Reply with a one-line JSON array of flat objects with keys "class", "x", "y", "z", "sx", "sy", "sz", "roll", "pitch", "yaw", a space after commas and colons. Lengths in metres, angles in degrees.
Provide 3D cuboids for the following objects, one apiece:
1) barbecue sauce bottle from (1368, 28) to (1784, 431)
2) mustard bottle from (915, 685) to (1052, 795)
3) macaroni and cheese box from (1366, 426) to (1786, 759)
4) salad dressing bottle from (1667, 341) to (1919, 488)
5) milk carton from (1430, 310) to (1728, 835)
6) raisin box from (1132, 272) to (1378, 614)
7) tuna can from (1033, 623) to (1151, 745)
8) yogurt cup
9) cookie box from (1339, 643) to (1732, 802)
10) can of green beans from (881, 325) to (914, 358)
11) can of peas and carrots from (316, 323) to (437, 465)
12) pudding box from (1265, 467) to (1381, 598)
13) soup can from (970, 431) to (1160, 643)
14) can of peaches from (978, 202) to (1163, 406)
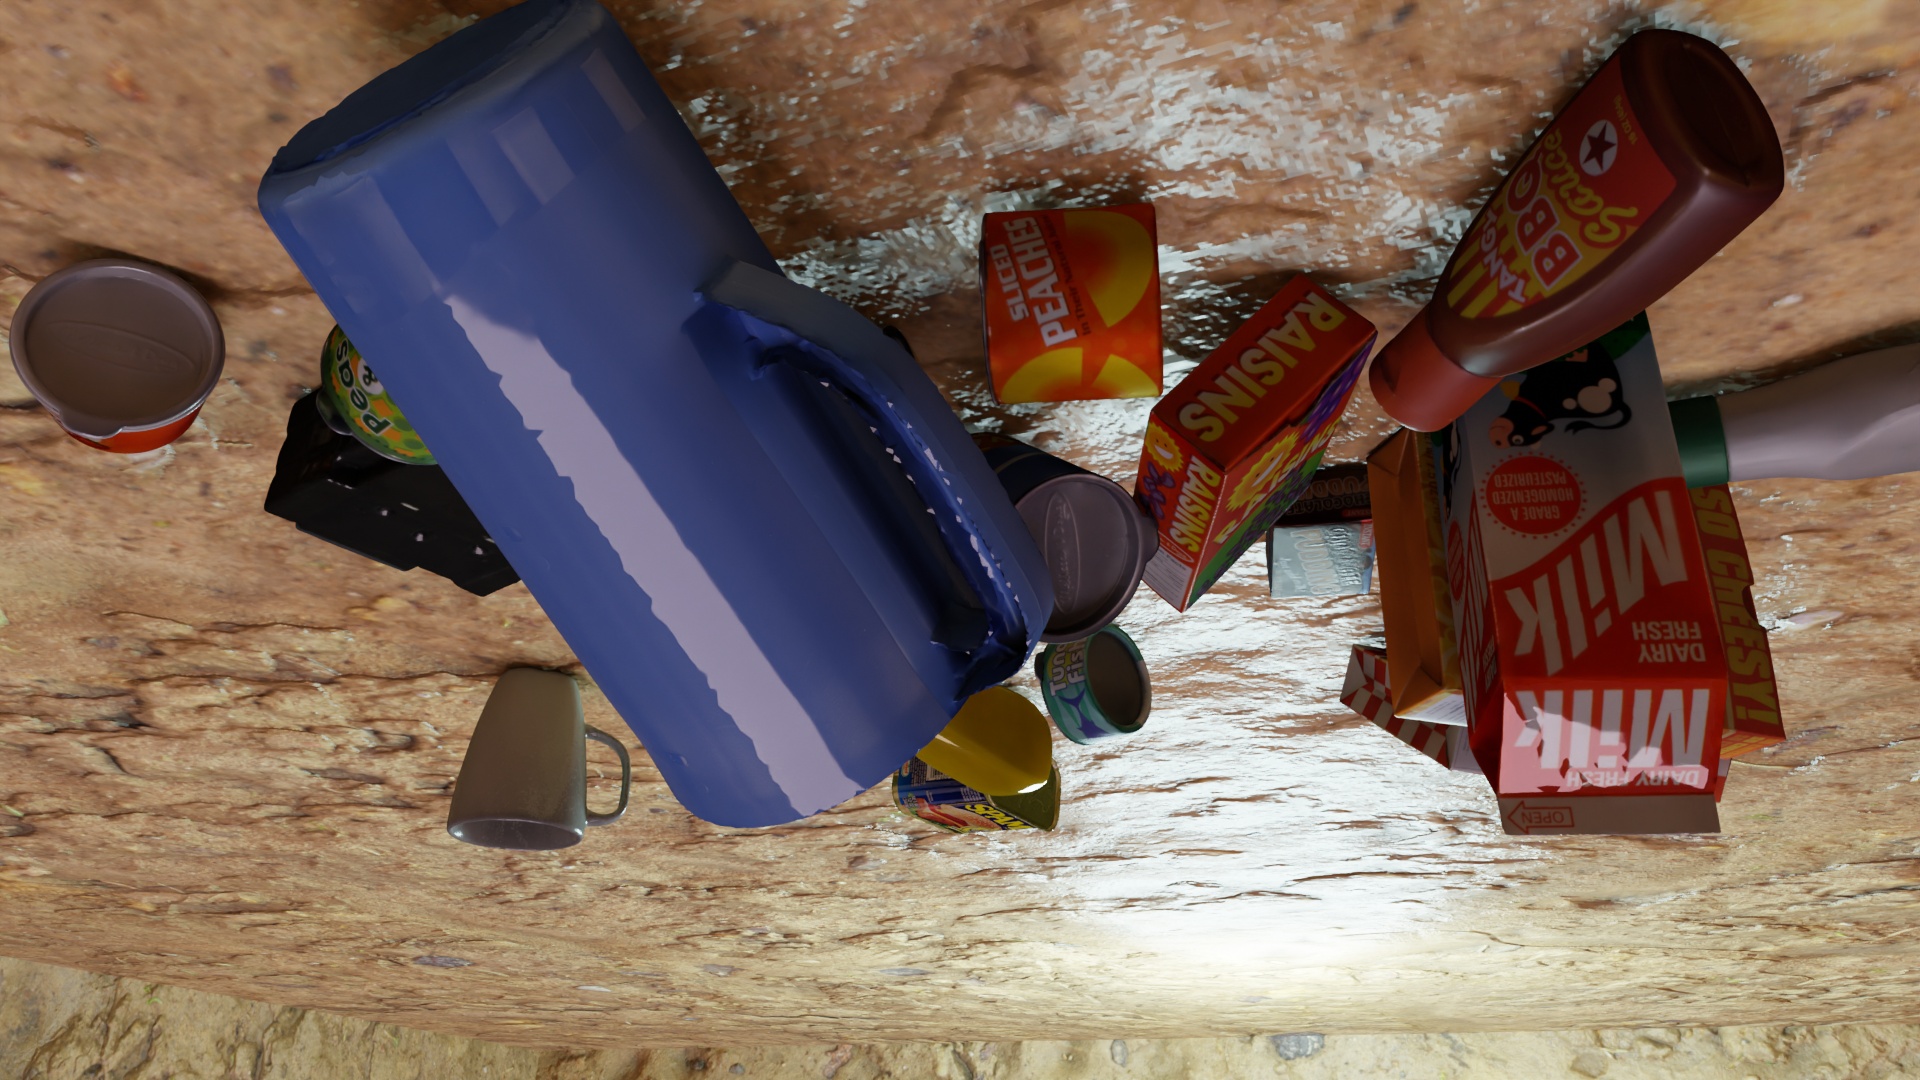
[{"class": "barbecue sauce bottle", "x": 0.186, "y": -0.087, "z": 0.444, "sx": 0.044, "sy": 0.065, "sz": 0.147, "roll": 2, "pitch": 153, "yaw": -18}, {"class": "mustard bottle", "x": -0.009, "y": 0.110, "z": 0.870, "sx": 0.048, "sy": 0.065, "sz": 0.160, "roll": -27, "pitch": 136, "yaw": 36}, {"class": "macaroni and cheese box", "x": 0.264, "y": 0.023, "z": 0.598, "sx": 0.167, "sy": 0.124, "sz": 0.040, "roll": 9, "pitch": 154, "yaw": -14}, {"class": "salad dressing bottle", "x": 0.339, "y": -0.046, "z": 0.545, "sx": 0.147, "sy": 0.044, "sz": 0.064, "roll": -9, "pitch": 154, "yaw": 23}, {"class": "milk carton", "x": 0.221, "y": 0.014, "z": 0.506, "sx": 0.072, "sy": 0.191, "sz": 0.073, "roll": -3, "pitch": 152, "yaw": 9}, {"class": "raisin box", "x": 0.108, "y": -0.033, "z": 0.538, "sx": 0.040, "sy": 0.086, "sz": 0.123, "roll": 42, "pitch": 161, "yaw": 19}, {"class": "tuna can", "x": 0.077, "y": 0.081, "z": 0.796, "sx": 0.032, "sy": 0.071, "sz": 0.071, "roll": -23, "pitch": 144, "yaw": 38}, {"class": "yogurt cup", "x": -0.320, "y": -0.067, "z": 0.531, "sx": 0.072, "sy": 0.072, "sz": 0.053, "roll": 15, "pitch": 158, "yaw": -25}, {"class": "cookie box", "x": 0.319, "y": 0.100, "z": 0.780, "sx": 0.167, "sy": 0.040, "sz": 0.123, "roll": 9, "pitch": -172, "yaw": -13}, {"class": "can of green beans", "x": -0.050, "y": -0.047, "z": 0.545, "sx": 0.058, "sy": 0.071, "sz": 0.071, "roll": -6, "pitch": 152, "yaw": 17}, {"class": "can of peas and carrots", "x": -0.192, "y": -0.067, "z": 0.511, "sx": 0.058, "sy": 0.071, "sz": 0.071, "roll": -23, "pitch": 144, "yaw": 39}, {"class": "pudding box", "x": 0.171, "y": -0.002, "z": 0.660, "sx": 0.049, "sy": 0.030, "sz": 0.083, "roll": -4, "pitch": 153, "yaw": 10}, {"class": "soup can", "x": 0.027, "y": -0.004, "z": 0.549, "sx": 0.071, "sy": 0.071, "sz": 0.084, "roll": 17, "pitch": -173, "yaw": -28}, {"class": "can of peaches", "x": 0.038, "y": -0.080, "z": 0.470, "sx": 0.058, "sy": 0.071, "sz": 0.071, "roll": -2, "pitch": 153, "yaw": 7}]
